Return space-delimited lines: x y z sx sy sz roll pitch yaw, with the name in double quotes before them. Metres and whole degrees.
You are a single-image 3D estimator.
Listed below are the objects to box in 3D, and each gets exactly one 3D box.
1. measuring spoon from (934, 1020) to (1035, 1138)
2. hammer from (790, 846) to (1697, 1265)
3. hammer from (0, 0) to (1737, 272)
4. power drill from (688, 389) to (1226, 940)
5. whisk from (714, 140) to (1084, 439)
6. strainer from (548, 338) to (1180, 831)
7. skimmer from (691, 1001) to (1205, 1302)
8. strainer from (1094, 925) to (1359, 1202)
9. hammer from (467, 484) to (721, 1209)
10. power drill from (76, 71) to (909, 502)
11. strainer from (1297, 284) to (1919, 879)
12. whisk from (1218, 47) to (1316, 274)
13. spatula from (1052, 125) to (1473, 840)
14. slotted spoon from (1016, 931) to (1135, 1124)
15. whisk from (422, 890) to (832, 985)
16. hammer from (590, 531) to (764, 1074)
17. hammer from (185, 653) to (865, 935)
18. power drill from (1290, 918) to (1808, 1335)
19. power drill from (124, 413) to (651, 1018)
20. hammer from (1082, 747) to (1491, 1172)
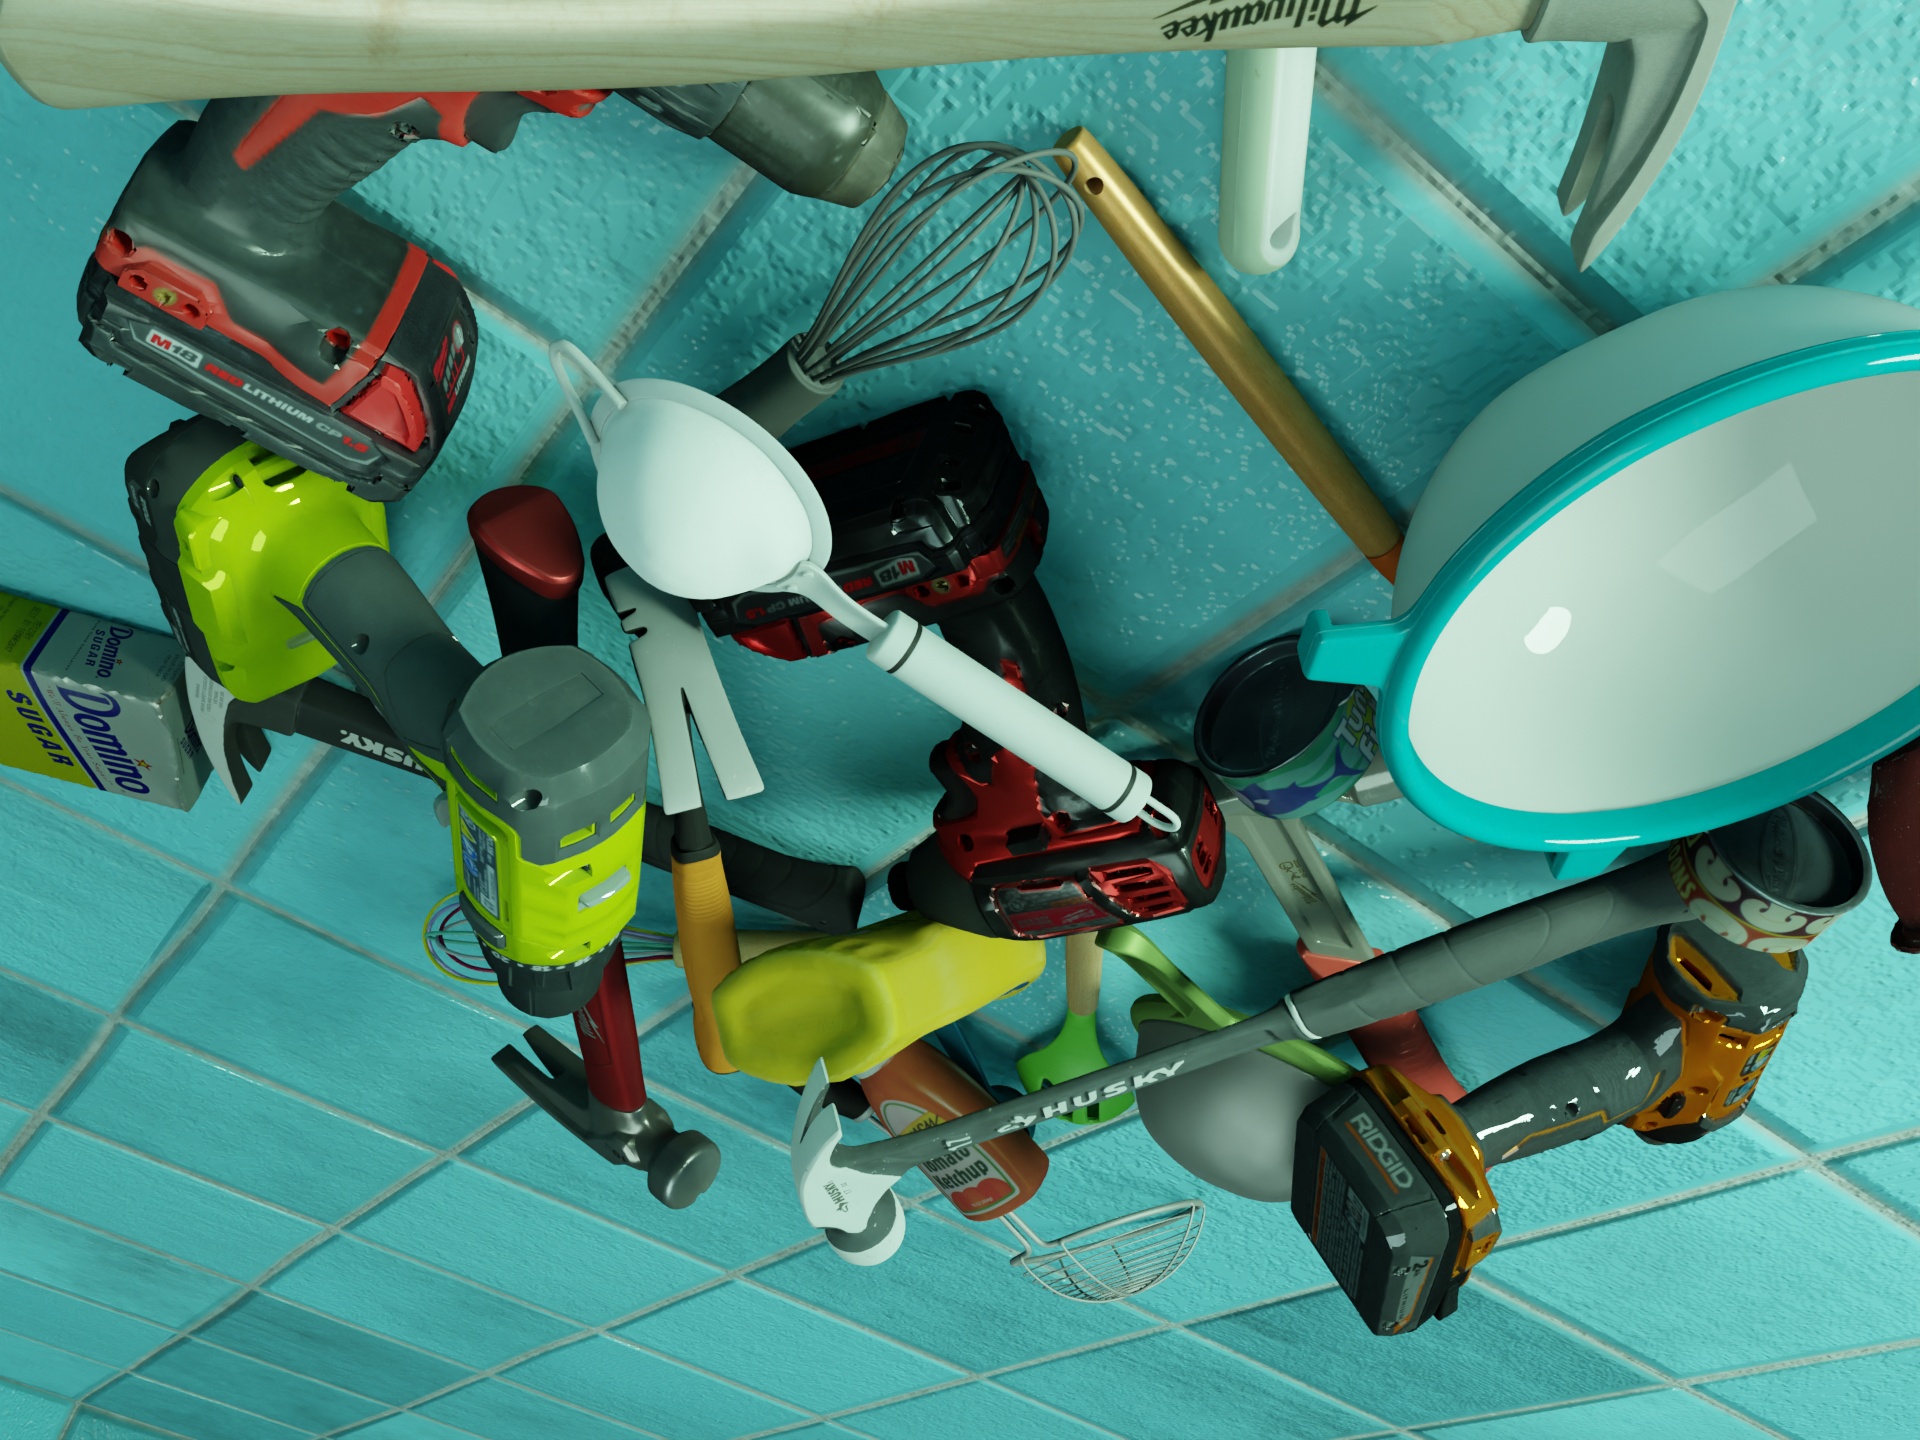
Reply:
"measuring spoon" 0.009 0.189 0.896 0.042 0.021 0.128 -2 125 43
"hammer" 0.124 0.124 0.656 0.409 0.036 0.149 -19 145 -2
"hammer" -0.025 -0.168 0.388 0.410 0.038 0.146 -1 148 4
"power drill" -0.001 -0.002 0.604 0.143 0.079 0.219 -13 125 28
"whisk" -0.047 -0.119 0.526 0.055 0.055 0.239 35 143 -26
"strainer" -0.028 -0.029 0.508 0.258 0.050 0.087 33 149 -18
"skimmer" -0.004 0.247 0.969 0.363 0.090 0.127 40 131 -15
"strainer" 0.118 0.174 0.759 0.151 0.069 0.256 12 157 40
"hammer" -0.182 0.064 0.715 0.143 0.038 0.386 27 135 29
"power drill" -0.145 -0.165 0.477 0.187 0.080 0.226 28 134 -27
"strainer" 0.265 -0.089 0.457 0.340 0.095 0.210 -35 136 25
"whisk" 0.081 -0.211 0.387 0.059 0.058 0.246 36 154 27
"spatula" 0.133 -0.071 0.543 0.081 0.041 0.322 -27 126 31
"slotted spoon" 0.061 0.131 0.816 0.070 0.031 0.313 13 140 13
"whisk" -0.172 0.117 0.850 0.245 0.047 0.051 1 152 7
"hammer" -0.110 0.074 0.690 0.034 0.127 0.336 -15 145 -14
"hammer" -0.200 0.039 0.766 0.334 0.035 0.146 22 139 -13
"power drill" 0.265 0.184 0.720 0.226 0.084 0.164 -24 140 -12
"power drill" -0.204 0.001 0.596 0.229 0.080 0.190 42 145 18
"hammer" 0.186 0.134 0.770 0.149 0.037 0.358 -17 134 21
